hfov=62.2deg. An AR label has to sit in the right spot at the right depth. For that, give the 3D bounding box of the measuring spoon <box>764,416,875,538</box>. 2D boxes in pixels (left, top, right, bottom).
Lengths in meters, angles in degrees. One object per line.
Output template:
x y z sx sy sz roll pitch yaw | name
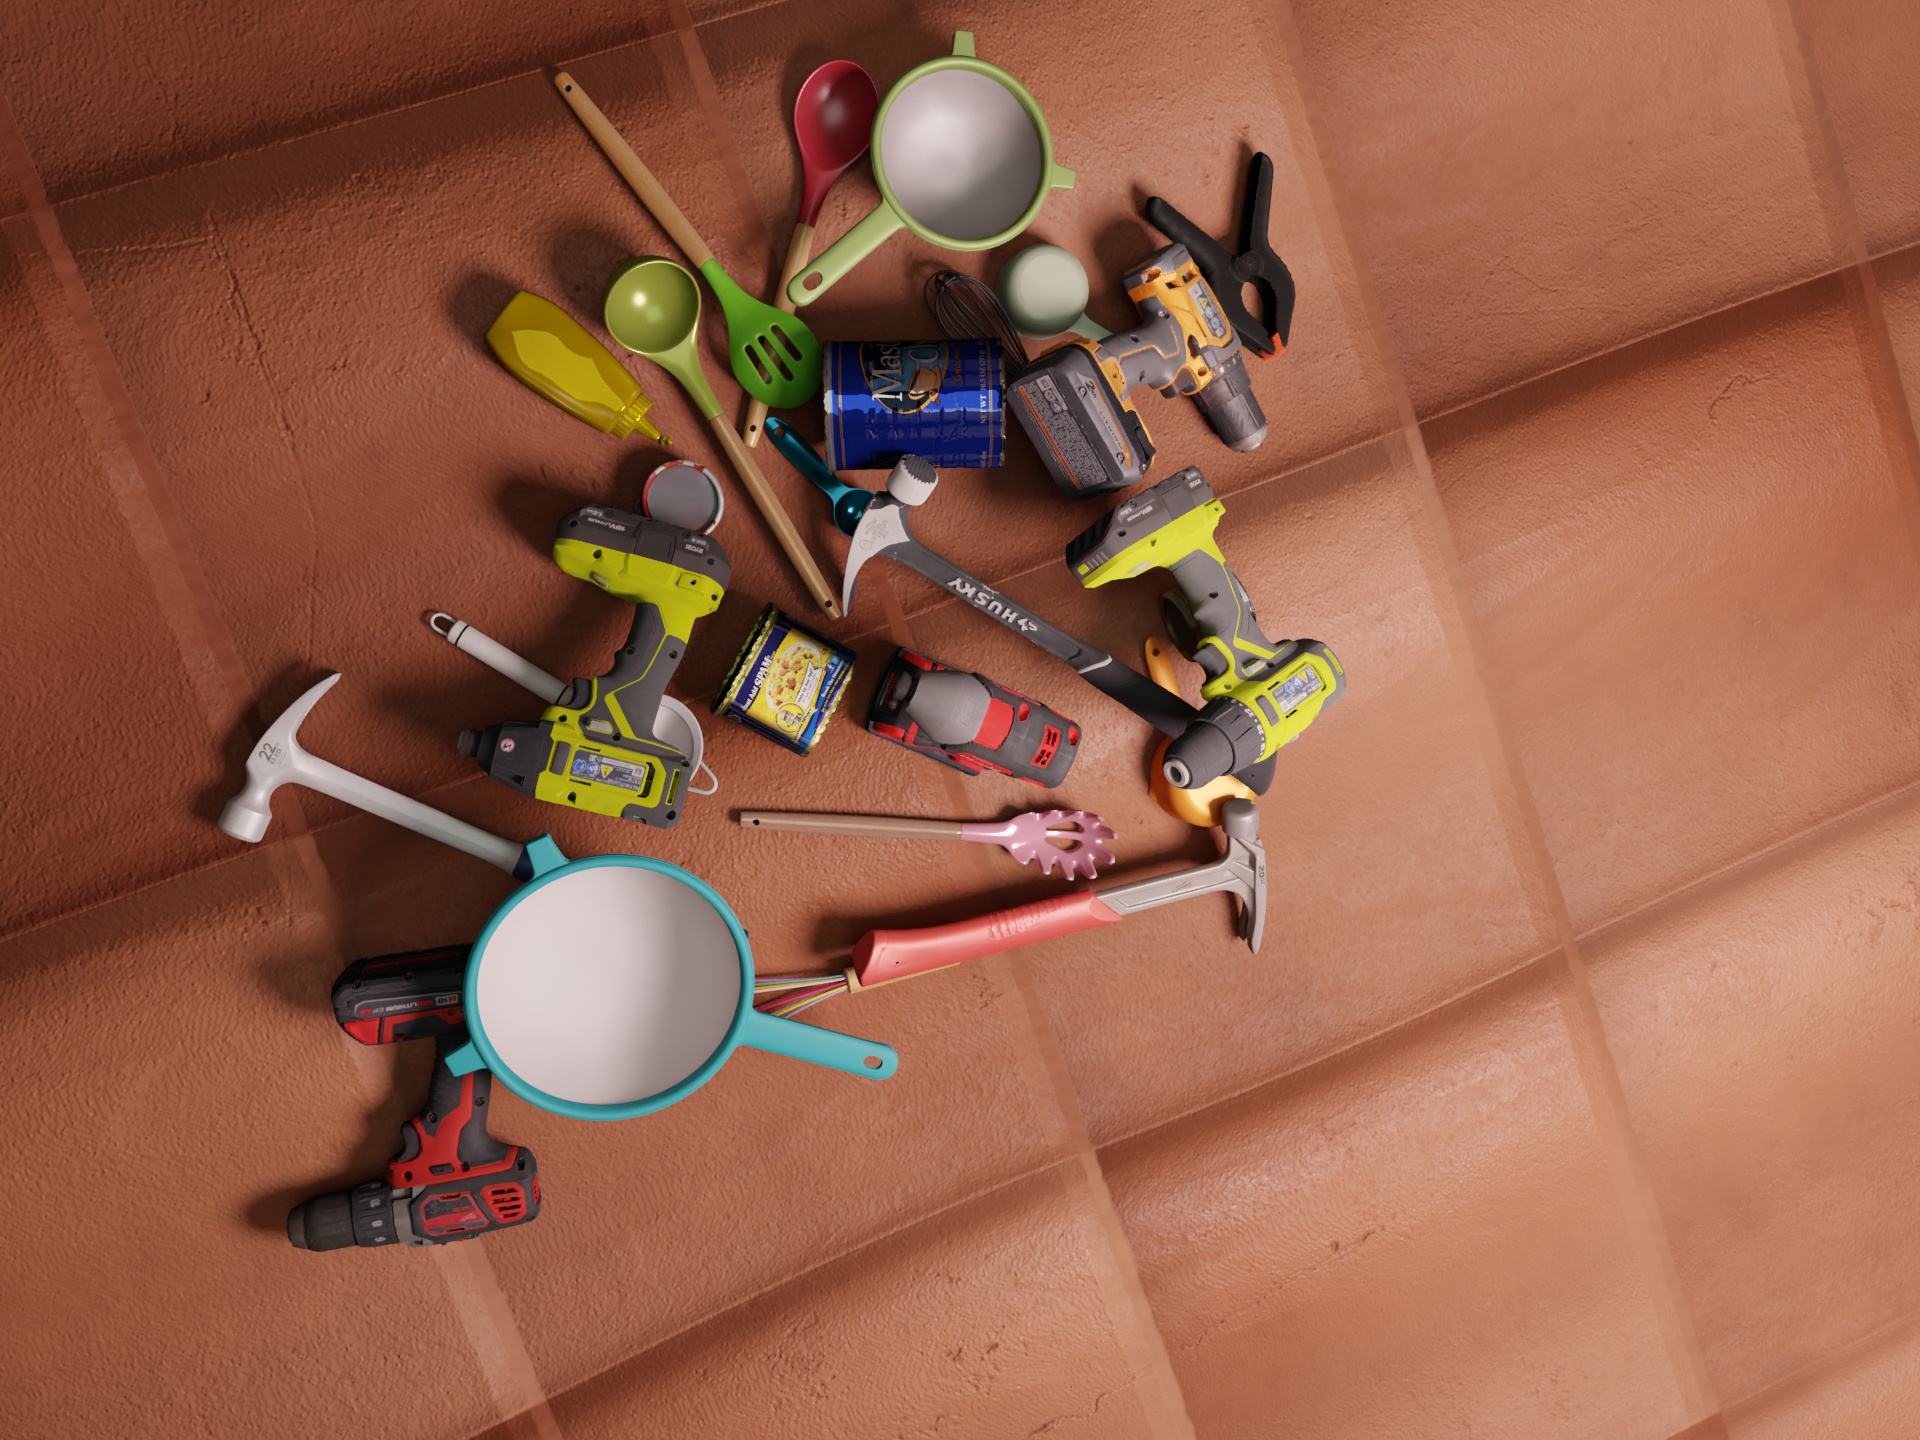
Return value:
-0.114 -0.200 1.306 0.042 0.021 0.128 -44 92 -6 | measuring spoon

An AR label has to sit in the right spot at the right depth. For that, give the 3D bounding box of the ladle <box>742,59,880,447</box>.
-0.130 -0.374 1.284 0.069 0.031 0.315 15 92 -6 | ladle

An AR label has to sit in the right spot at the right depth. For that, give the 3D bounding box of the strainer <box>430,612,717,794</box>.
-0.304 -0.014 1.259 0.258 0.050 0.087 32 85 -7 | strainer

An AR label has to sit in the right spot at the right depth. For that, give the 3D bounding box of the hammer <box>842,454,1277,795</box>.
0.088 -0.052 1.296 0.408 0.036 0.149 31 127 -10 | hammer

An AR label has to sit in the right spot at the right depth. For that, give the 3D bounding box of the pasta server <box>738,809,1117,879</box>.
-0.026 0.093 1.329 0.316 0.040 0.060 4 101 -12 | pasta server

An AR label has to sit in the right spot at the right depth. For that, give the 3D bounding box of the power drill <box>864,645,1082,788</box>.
-0.002 -0.004 1.235 0.143 0.220 0.078 23 88 -13 | power drill

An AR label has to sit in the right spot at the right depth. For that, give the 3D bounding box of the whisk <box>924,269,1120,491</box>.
0.057 -0.280 1.324 0.055 0.055 0.238 -45 106 -7 | whisk

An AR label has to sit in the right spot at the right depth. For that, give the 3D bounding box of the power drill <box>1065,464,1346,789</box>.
0.185 -0.069 1.253 0.190 0.080 0.228 -31 88 -35 | power drill

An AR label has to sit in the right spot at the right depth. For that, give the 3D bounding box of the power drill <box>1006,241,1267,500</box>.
0.157 -0.264 1.297 0.226 0.084 0.185 -45 111 -35 | power drill

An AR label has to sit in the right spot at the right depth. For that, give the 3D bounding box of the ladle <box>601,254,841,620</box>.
-0.179 -0.217 1.257 0.078 0.062 0.320 -31 102 -5 | ladle

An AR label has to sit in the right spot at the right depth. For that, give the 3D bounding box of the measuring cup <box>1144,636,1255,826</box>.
0.199 0.010 1.366 0.095 0.052 0.173 -23 100 -11 | measuring cup

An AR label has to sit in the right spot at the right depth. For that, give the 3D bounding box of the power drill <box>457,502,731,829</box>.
-0.273 -0.043 1.216 0.171 0.080 0.223 15 75 -10 | power drill

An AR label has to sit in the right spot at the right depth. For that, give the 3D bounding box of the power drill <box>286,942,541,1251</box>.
-0.433 0.300 1.231 0.188 0.080 0.226 -7 98 -12 | power drill

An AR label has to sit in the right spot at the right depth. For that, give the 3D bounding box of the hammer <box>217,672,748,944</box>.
-0.357 0.100 1.255 0.405 0.035 0.144 26 88 -13 | hammer

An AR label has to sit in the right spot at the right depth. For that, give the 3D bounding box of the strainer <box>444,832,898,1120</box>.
-0.211 0.210 1.236 0.340 0.095 0.211 20 98 -20 | strainer

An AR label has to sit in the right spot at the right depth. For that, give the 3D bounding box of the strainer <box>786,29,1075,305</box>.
-0.044 -0.416 1.279 0.256 0.069 0.151 -42 103 -7 | strainer

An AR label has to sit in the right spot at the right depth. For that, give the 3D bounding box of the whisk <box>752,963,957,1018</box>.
-0.114 0.225 1.315 0.245 0.047 0.051 -13 95 -15 | whisk

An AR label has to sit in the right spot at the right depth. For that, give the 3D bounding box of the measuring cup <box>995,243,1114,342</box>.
0.107 -0.334 1.333 0.167 0.038 0.083 33 86 -10 | measuring cup

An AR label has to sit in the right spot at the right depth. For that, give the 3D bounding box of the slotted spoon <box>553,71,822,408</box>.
-0.218 -0.379 1.253 0.070 0.031 0.313 -38 95 5 | slotted spoon

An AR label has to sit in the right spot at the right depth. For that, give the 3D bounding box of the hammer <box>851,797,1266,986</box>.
0.087 0.171 1.333 0.359 0.037 0.149 -13 120 -12 | hammer
